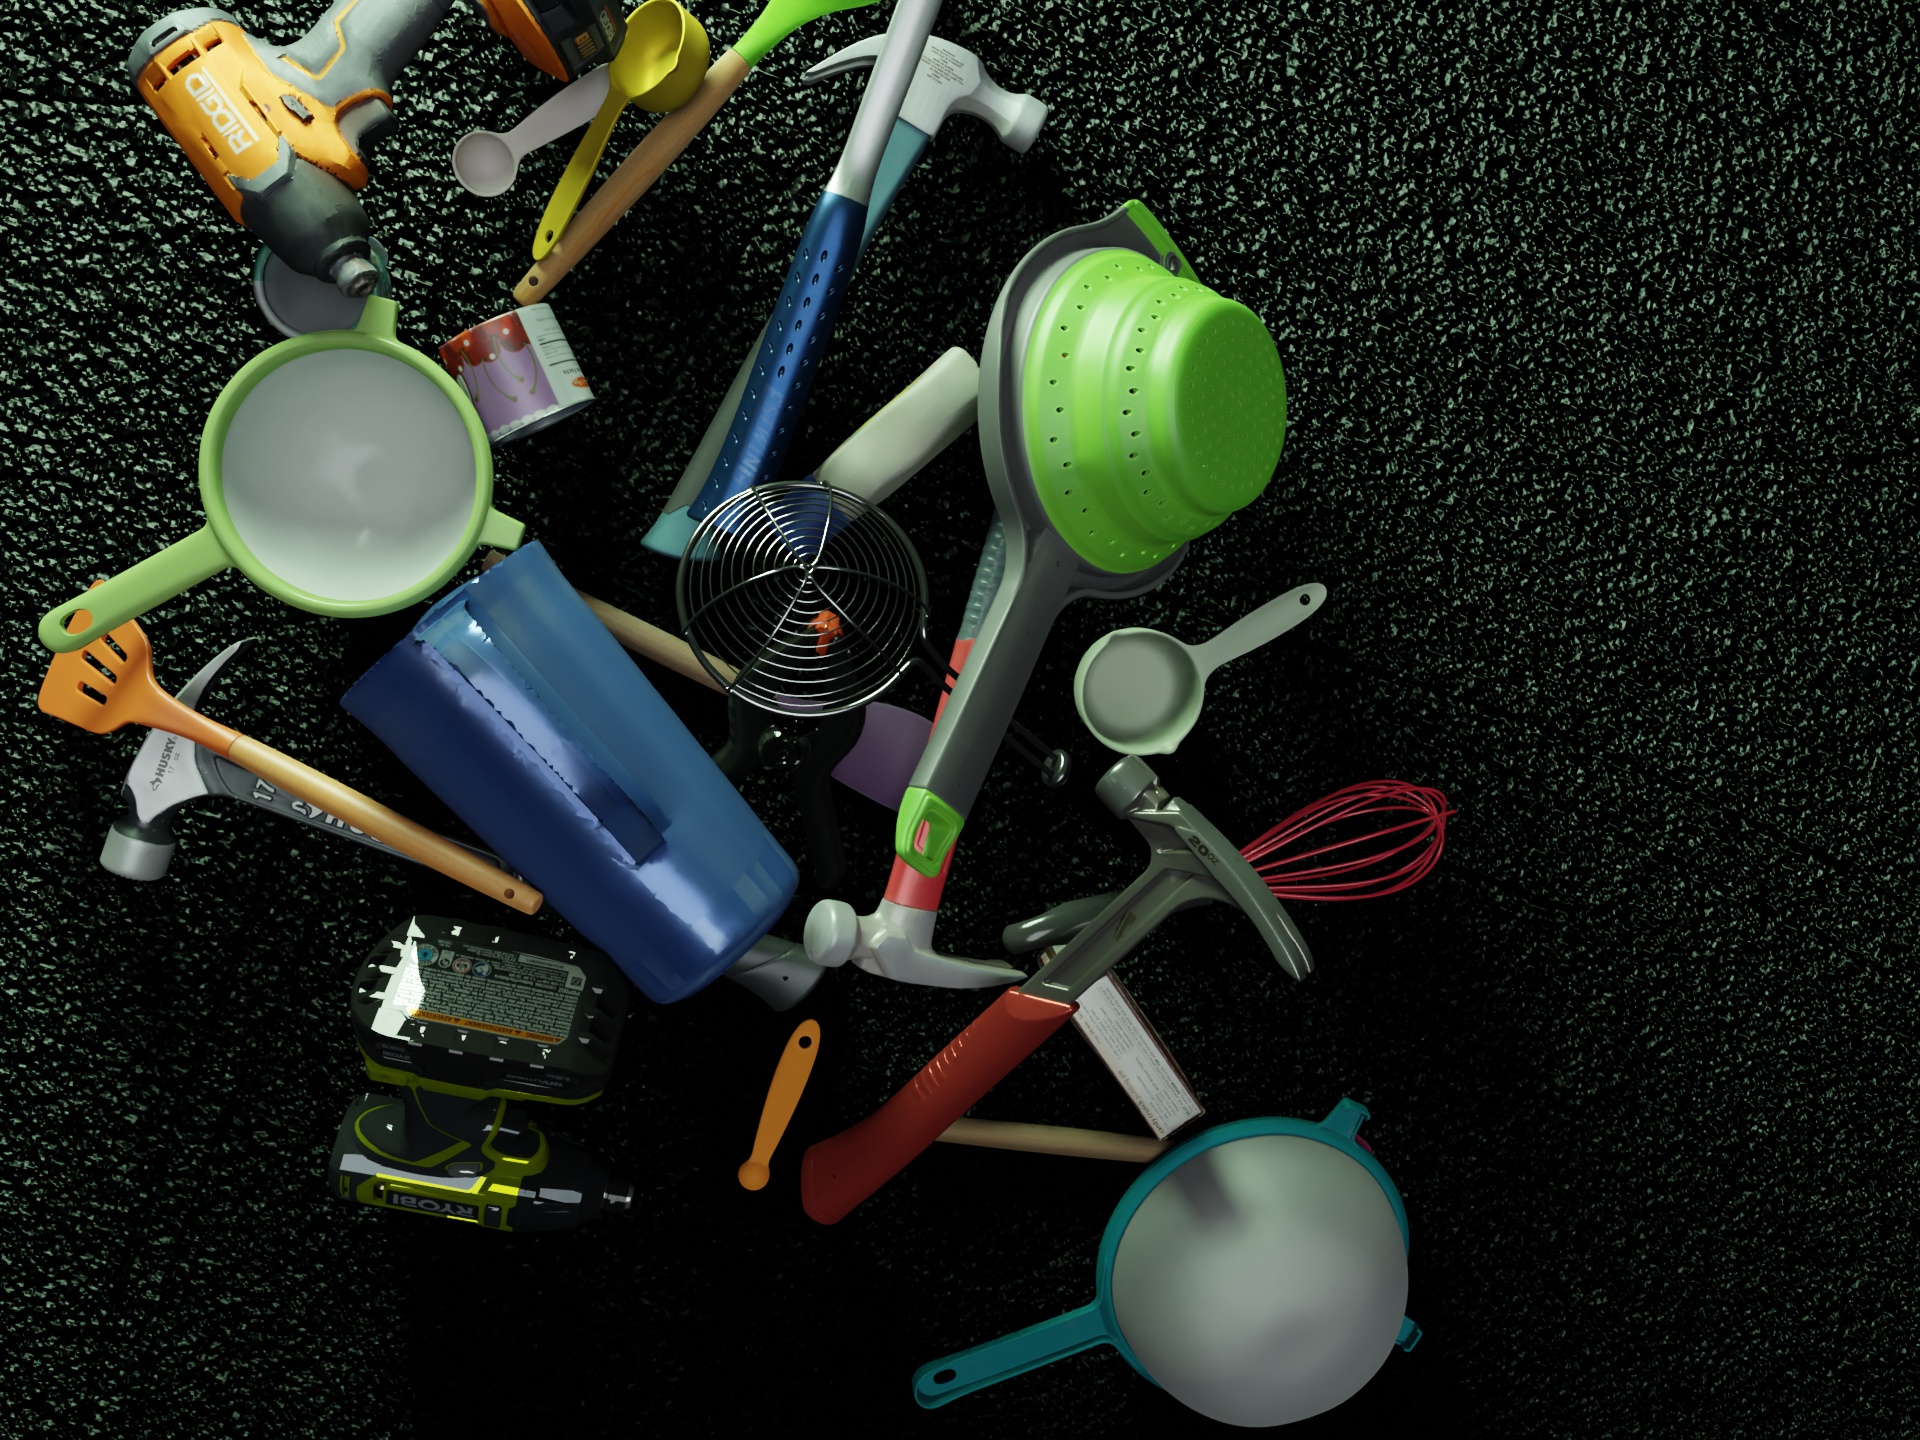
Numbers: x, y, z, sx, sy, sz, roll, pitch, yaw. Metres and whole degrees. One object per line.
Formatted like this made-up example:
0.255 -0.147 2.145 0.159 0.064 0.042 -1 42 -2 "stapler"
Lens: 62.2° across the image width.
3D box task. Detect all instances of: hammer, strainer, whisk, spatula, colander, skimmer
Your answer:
-0.271 0.083 0.930 0.408 0.036 0.149 21 95 -11 "hammer"
0.137 0.385 0.995 0.340 0.095 0.211 -18 107 -5 "strainer"
-0.085 -0.235 0.905 0.128 0.033 0.331 29 94 -12 "hammer"
0.167 0.096 0.968 0.296 0.073 0.073 -15 101 -9 "whisk"
-0.132 -0.024 0.939 0.315 0.018 0.060 26 99 -12 "spatula"
0.024 -0.032 0.942 0.143 0.038 0.386 15 93 -31 "hammer"
-0.372 -0.106 0.866 0.256 0.069 0.151 -29 97 -2 "strainer"
0.078 -0.096 0.830 0.204 0.094 0.397 41 65 -41 "colander"
0.031 0.189 0.913 0.149 0.036 0.359 50 115 14 "hammer"
-0.362 0.025 0.854 0.322 0.041 0.081 26 92 6 "spatula"
-0.001 -0.003 0.892 0.362 0.090 0.127 38 65 -42 "skimmer"
-0.053 -0.291 0.864 0.144 0.035 0.405 20 96 -12 "hammer"

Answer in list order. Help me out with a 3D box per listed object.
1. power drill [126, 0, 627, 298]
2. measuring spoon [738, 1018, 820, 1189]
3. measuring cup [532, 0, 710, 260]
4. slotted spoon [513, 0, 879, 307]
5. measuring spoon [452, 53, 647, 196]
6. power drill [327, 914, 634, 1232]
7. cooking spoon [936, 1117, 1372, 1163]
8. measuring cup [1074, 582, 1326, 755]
-0.288 -0.332 0.819 0.226 0.084 0.164 -37 87 -3 "power drill"
-0.112 0.240 0.988 0.021 0.011 0.117 20 96 -11 "measuring spoon"
-0.187 -0.317 0.871 0.029 0.062 0.156 15 113 -53 "measuring cup"
-0.138 -0.346 0.882 0.070 0.031 0.314 44 93 1 "slotted spoon"
-0.226 -0.332 0.881 0.124 0.018 0.034 -36 115 -8 "measuring spoon"
-0.258 0.211 0.883 0.171 0.080 0.223 13 136 -8 "power drill"
0.113 0.275 1.022 0.318 0.017 0.068 8 103 -10 "cooking spoon"
0.145 -0.041 0.967 0.167 0.038 0.083 -29 102 -4 "measuring cup"
